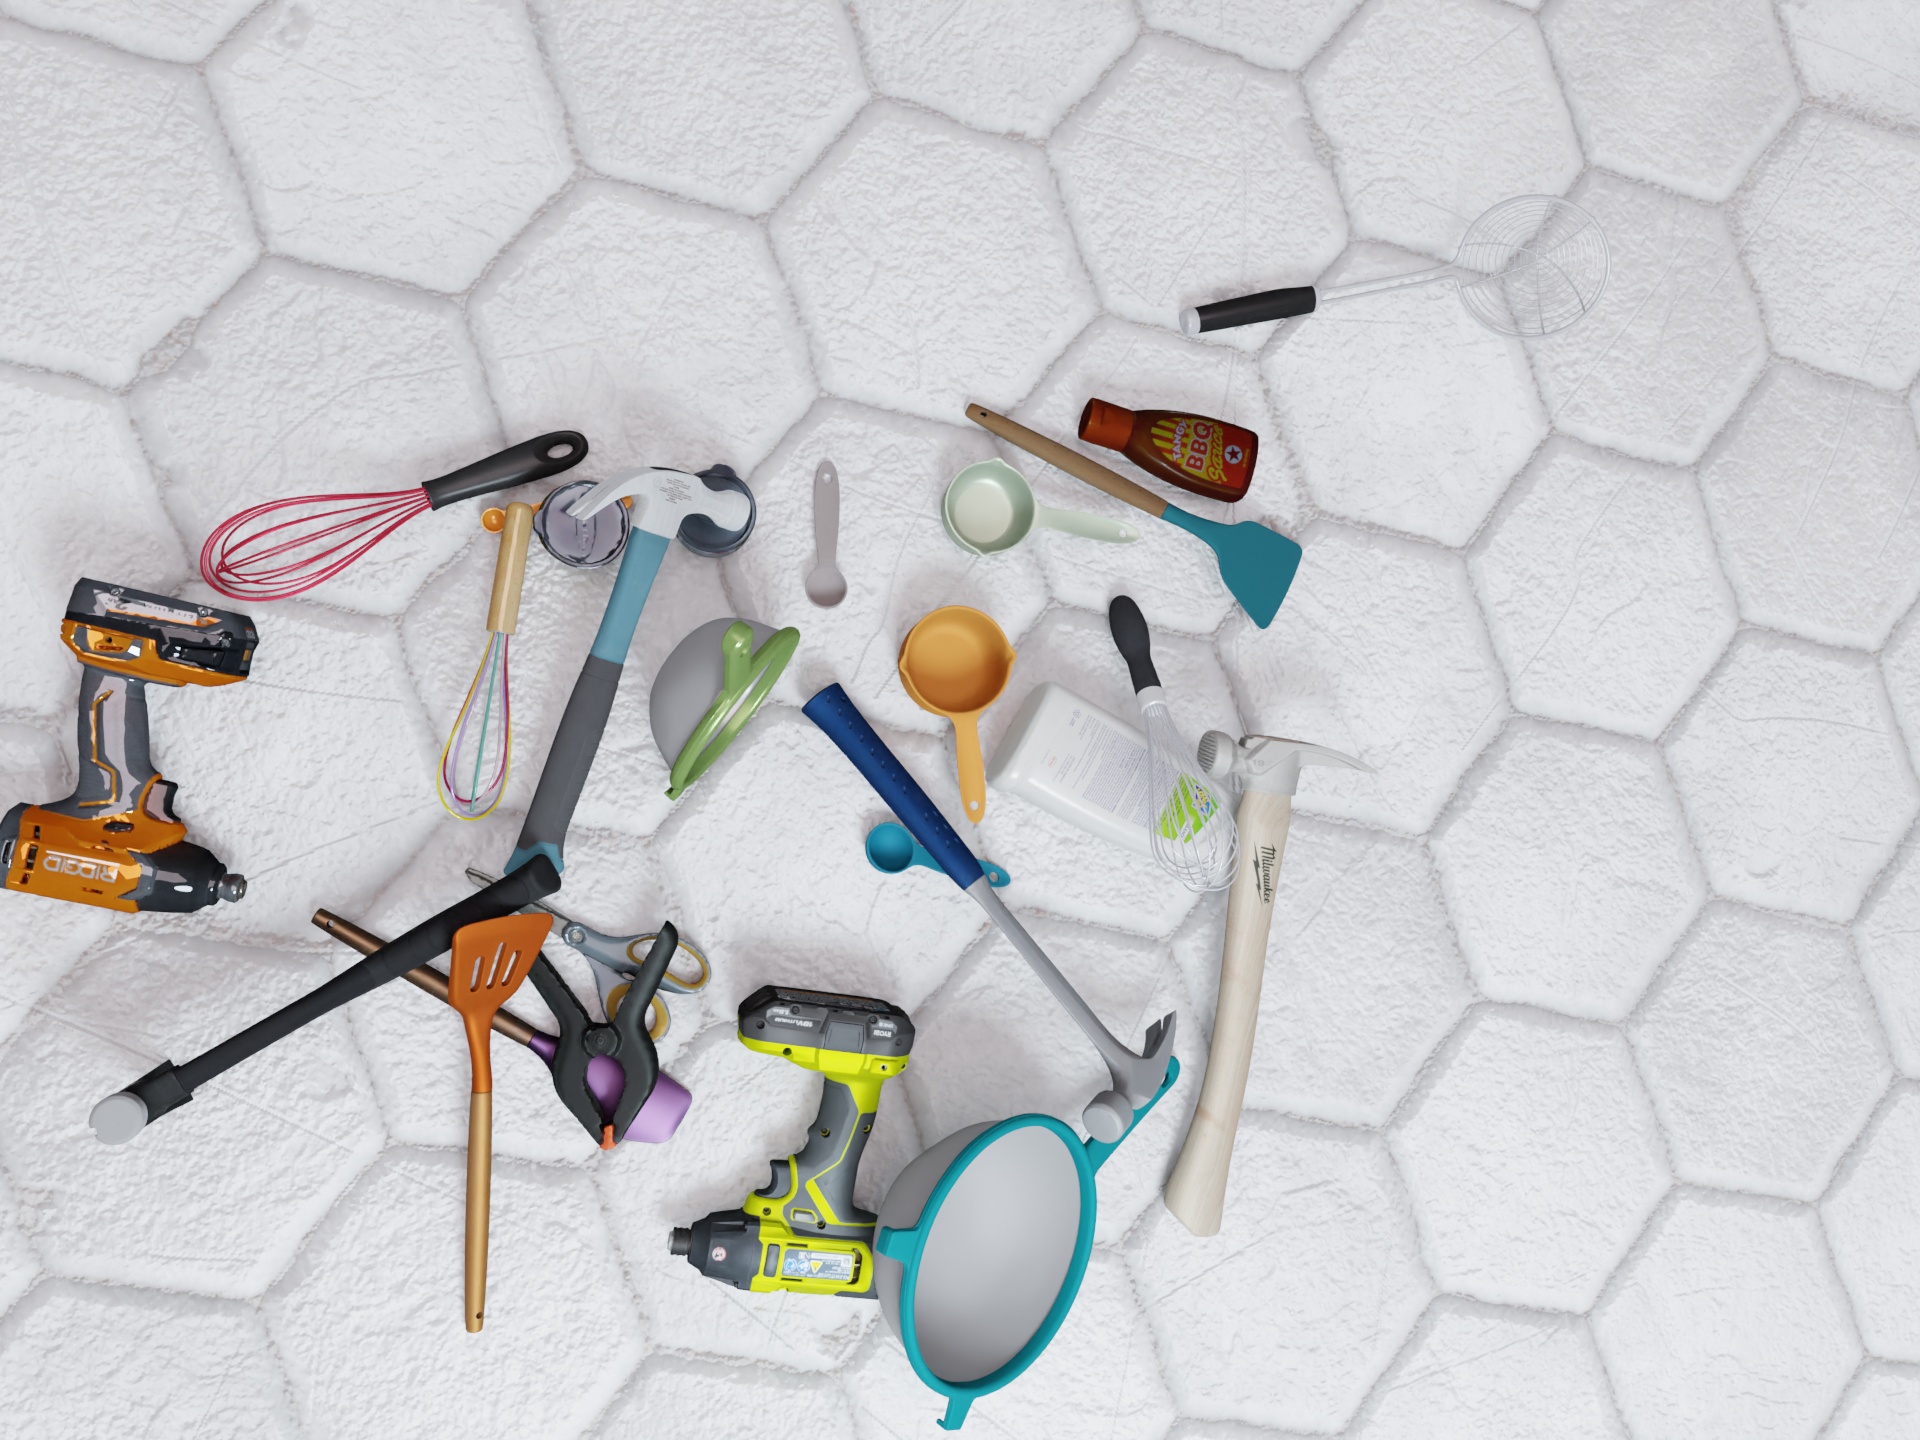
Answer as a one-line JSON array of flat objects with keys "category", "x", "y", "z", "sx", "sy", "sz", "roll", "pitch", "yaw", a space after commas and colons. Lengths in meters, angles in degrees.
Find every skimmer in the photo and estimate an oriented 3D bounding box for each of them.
[{"category": "skimmer", "x": 0.372, "y": -0.366, "z": 1.363, "sx": 0.363, "sy": 0.090, "sz": 0.127, "roll": -13, "pitch": 121, "yaw": -11}]

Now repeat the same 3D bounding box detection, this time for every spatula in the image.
[{"category": "spatula", "x": -0.347, "y": 0.297, "z": 1.166, "sx": 0.081, "sy": 0.041, "sz": 0.322, "roll": -3, "pitch": 99, "yaw": -48}, {"category": "spatula", "x": -0.349, "y": 0.230, "z": 1.204, "sx": 0.315, "sy": 0.018, "sz": 0.060, "roll": 33, "pitch": 79, "yaw": -9}, {"category": "spatula", "x": 0.145, "y": -0.185, "z": 1.338, "sx": 0.317, "sy": 0.044, "sz": 0.082, "roll": 27, "pitch": 82, "yaw": -5}]

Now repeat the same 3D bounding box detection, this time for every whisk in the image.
[{"category": "whisk", "x": -0.419, "y": -0.161, "z": 1.196, "sx": 0.296, "sy": 0.073, "sz": 0.073, "roll": -24, "pitch": 92, "yaw": -19}, {"category": "whisk", "x": 0.160, "y": 0.011, "z": 1.254, "sx": 0.070, "sy": 0.070, "sz": 0.285, "roll": -3, "pitch": 54, "yaw": -13}, {"category": "whisk", "x": -0.355, "y": -0.046, "z": 1.204, "sx": 0.047, "sy": 0.051, "sz": 0.245, "roll": 8, "pitch": 85, "yaw": -5}]

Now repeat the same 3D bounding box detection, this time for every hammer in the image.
[{"category": "hammer", "x": 0.020, "y": 0.134, "z": 1.250, "sx": 0.405, "sy": 0.035, "sz": 0.144, "roll": 50, "pitch": 36, "yaw": 5}, {"category": "hammer", "x": -0.269, "y": -0.033, "z": 1.197, "sx": 0.128, "sy": 0.033, "sz": 0.331, "roll": 17, "pitch": 95, "yaw": -38}, {"category": "hammer", "x": -0.438, "y": 0.190, "z": 1.132, "sx": 0.335, "sy": 0.146, "sz": 0.035, "roll": -30, "pitch": 94, "yaw": -17}, {"category": "hammer", "x": 0.235, "y": 0.217, "z": 1.290, "sx": 0.146, "sy": 0.038, "sz": 0.410, "roll": 7, "pitch": 95, "yaw": -15}]

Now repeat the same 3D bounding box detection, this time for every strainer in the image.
[{"category": "strainer", "x": -0.182, "y": -0.038, "z": 1.141, "sx": 0.069, "sy": 0.256, "sz": 0.151, "roll": 37, "pitch": 73, "yaw": 1}, {"category": "strainer", "x": 0.043, "y": 0.357, "z": 1.235, "sx": 0.340, "sy": 0.095, "sz": 0.210, "roll": -37, "pitch": 123, "yaw": -38}]

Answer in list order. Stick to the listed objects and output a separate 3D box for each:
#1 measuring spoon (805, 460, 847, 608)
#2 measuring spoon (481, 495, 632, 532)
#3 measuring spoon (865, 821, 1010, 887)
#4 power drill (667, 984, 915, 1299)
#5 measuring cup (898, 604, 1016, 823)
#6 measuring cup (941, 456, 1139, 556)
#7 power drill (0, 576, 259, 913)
[{"category": "measuring spoon", "x": -0.109, "y": -0.149, "z": 1.286, "sx": 0.034, "sy": 0.018, "sz": 0.124, "roll": 2, "pitch": 79, "yaw": -12}, {"category": "measuring spoon", "x": -0.315, "y": -0.163, "z": 1.242, "sx": 0.117, "sy": 0.011, "sz": 0.021, "roll": -11, "pitch": 100, "yaw": -16}, {"category": "measuring spoon", "x": -0.020, "y": 0.116, "z": 1.287, "sx": 0.128, "sy": 0.021, "sz": 0.042, "roll": 17, "pitch": 66, "yaw": -20}, {"category": "power drill", "x": -0.125, "y": 0.324, "z": 1.219, "sx": 0.171, "sy": 0.080, "sz": 0.223, "roll": 10, "pitch": 88, "yaw": -13}, {"category": "measuring cup", "x": -0.002, "y": -0.004, "z": 1.278, "sx": 0.095, "sy": 0.052, "sz": 0.173, "roll": -6, "pitch": 89, "yaw": -13}, {"category": "measuring cup", "x": 0.064, "y": -0.165, "z": 1.311, "sx": 0.167, "sy": 0.038, "sz": 0.083, "roll": 9, "pitch": 85, "yaw": -14}, {"category": "power drill", "x": -0.577, "y": 0.025, "z": 1.138, "sx": 0.164, "sy": 0.084, "sz": 0.226, "roll": 14, "pitch": 88, "yaw": -12}]
